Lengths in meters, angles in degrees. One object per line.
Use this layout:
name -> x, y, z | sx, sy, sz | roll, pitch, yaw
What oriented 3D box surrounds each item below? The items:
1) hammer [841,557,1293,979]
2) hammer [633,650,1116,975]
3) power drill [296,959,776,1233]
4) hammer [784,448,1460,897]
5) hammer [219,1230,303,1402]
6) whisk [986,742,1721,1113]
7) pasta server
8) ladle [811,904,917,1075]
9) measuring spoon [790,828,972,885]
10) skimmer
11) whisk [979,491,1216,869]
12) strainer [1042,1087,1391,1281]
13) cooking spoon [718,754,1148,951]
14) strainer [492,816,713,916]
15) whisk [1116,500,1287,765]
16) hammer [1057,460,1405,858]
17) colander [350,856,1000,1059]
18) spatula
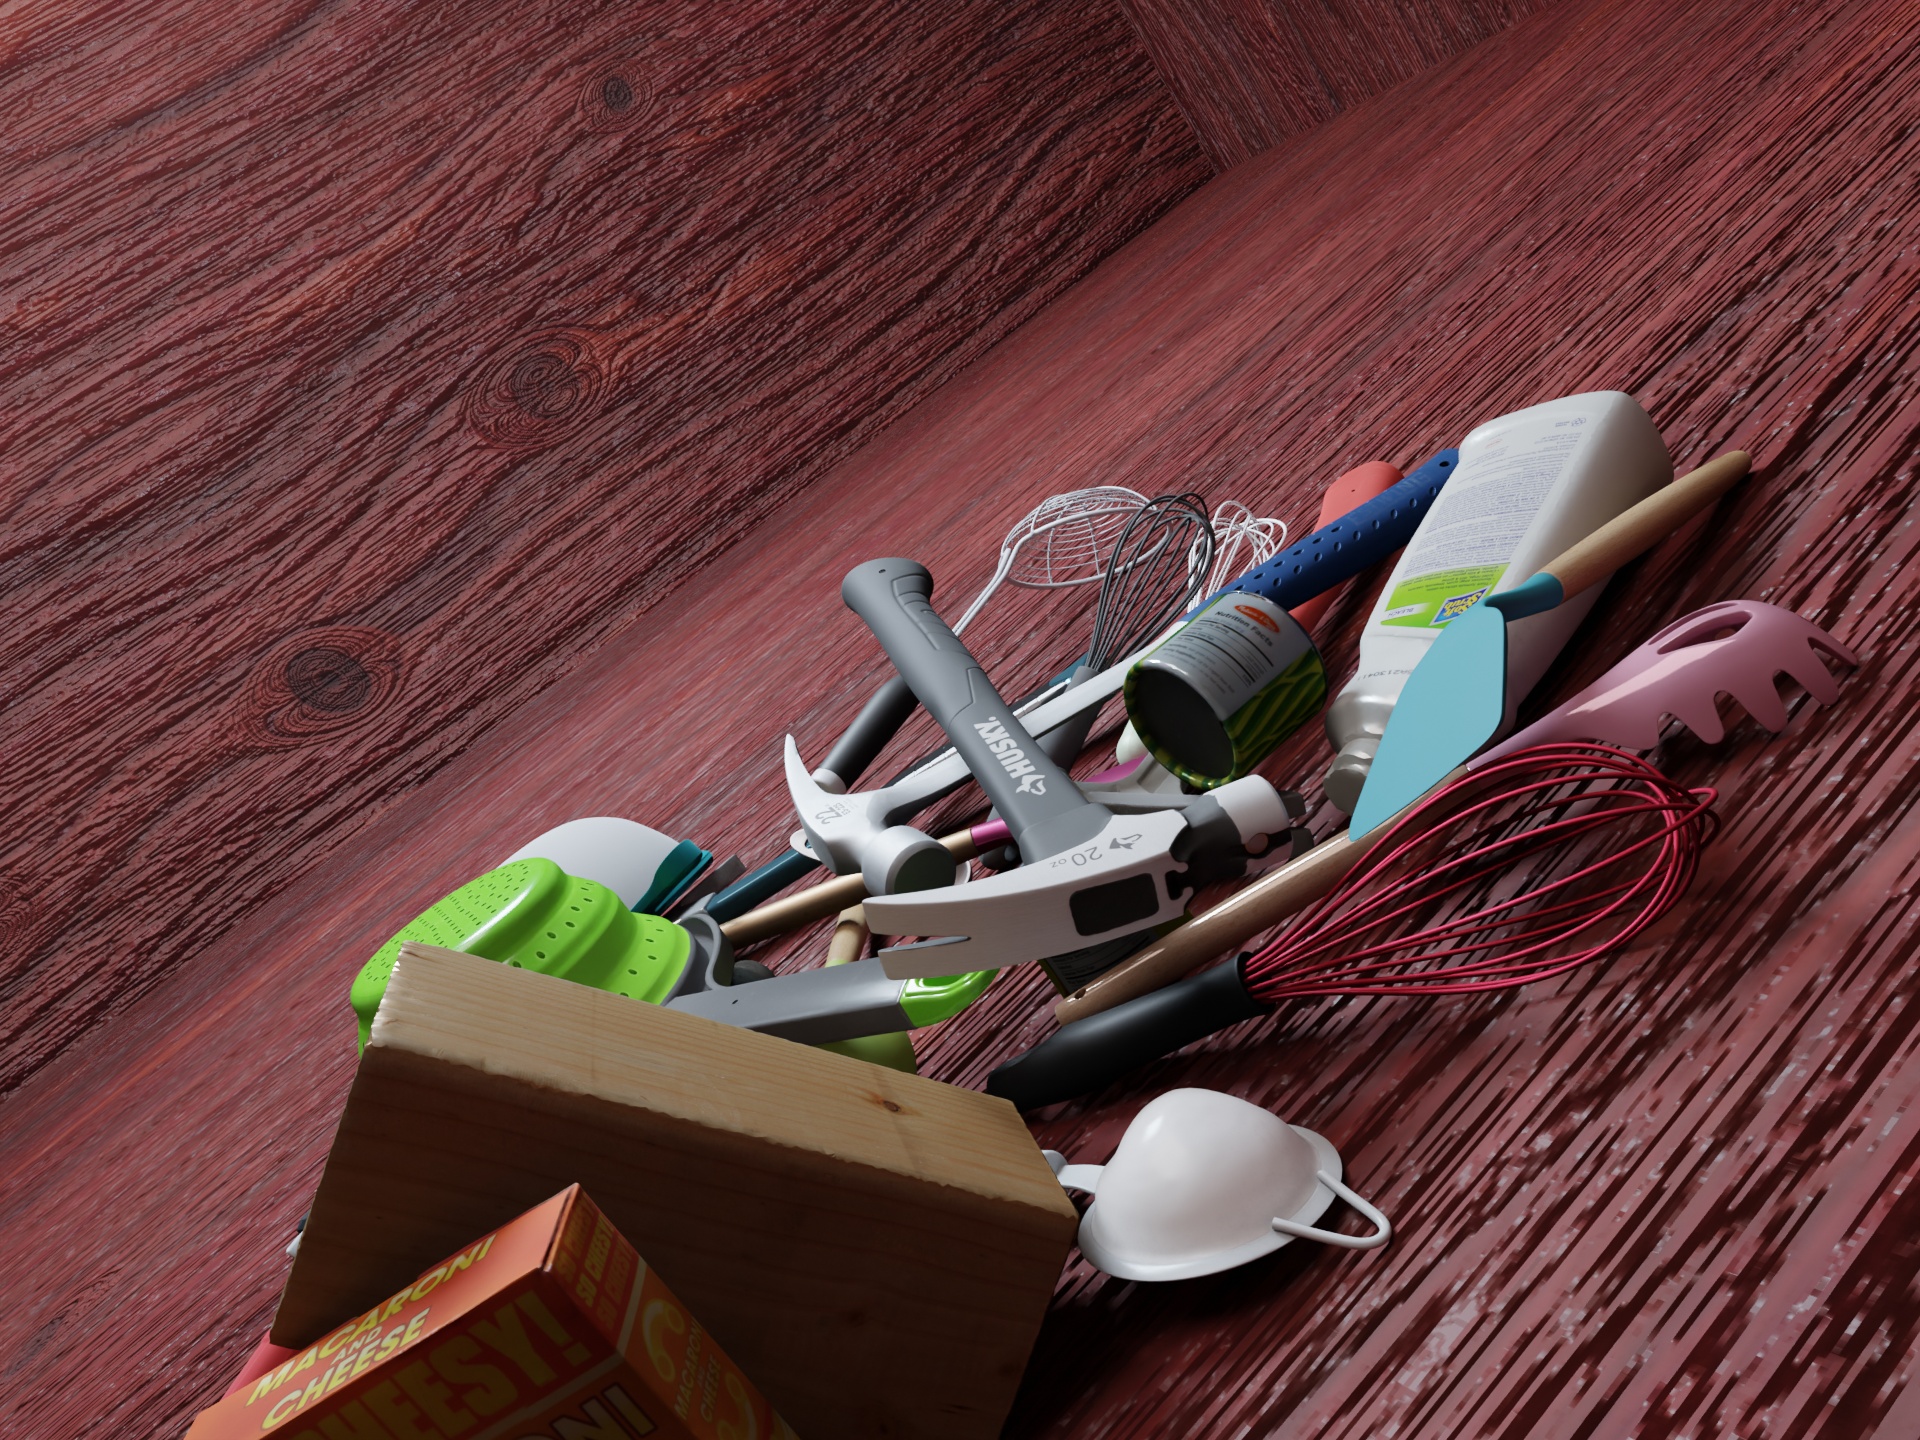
hammer -> -0.001, -0.002, 0.677 | 0.146, 0.035, 0.335 | -20, 28, -9
hammer -> -0.052, 0.057, 0.947 | 0.331, 0.033, 0.128 | -32, 8, 10
power drill -> -0.200, 0.208, 0.800 | 0.226, 0.080, 0.188 | -22, 20, 30
hammer -> 0.099, -0.038, 0.765 | 0.405, 0.035, 0.144 | -29, 29, -22
hammer -> -0.293, 0.317, 0.512 | 0.386, 0.038, 0.143 | -57, 6, -9
whisk -> 0.118, 0.084, 0.553 | 0.296, 0.073, 0.073 | -31, 15, 34
pasta server -> 0.173, 0.043, 0.598 | 0.316, 0.040, 0.060 | -33, 16, 14
ladle -> -0.052, 0.129, 0.811 | 0.078, 0.062, 0.320 | -31, 10, 9
measuring spoon -> -0.044, 0.080, 0.877 | 0.124, 0.018, 0.034 | 11, 60, 34
skimmer -> 0.026, -0.046, 1.054 | 0.127, 0.090, 0.363 | -33, 14, 49
whisk -> 0.073, -0.023, 0.867 | 0.239, 0.055, 0.055 | -60, 22, -11
strainer -> 0.032, 0.157, 0.549 | 0.087, 0.050, 0.258 | -28, 5, -41
cooking spoon -> -0.015, 0.071, 0.817 | 0.319, 0.017, 0.069 | -22, 10, 12
strainer -> -0.239, 0.108, 0.967 | 0.211, 0.095, 0.340 | -46, 2, -33
whisk -> 0.138, -0.051, 0.916 | 0.059, 0.057, 0.246 | -8, 34, 34
hammer -> 0.169, -0.045, 0.819 | 0.149, 0.036, 0.359 | 1, 32, 36
colander -> -0.155, 0.112, 0.706 | 0.397, 0.094, 0.204 | -17, 21, 37
spatula -> 0.250, -0.050, 0.630 | 0.317, 0.044, 0.082 | -28, -15, -37
